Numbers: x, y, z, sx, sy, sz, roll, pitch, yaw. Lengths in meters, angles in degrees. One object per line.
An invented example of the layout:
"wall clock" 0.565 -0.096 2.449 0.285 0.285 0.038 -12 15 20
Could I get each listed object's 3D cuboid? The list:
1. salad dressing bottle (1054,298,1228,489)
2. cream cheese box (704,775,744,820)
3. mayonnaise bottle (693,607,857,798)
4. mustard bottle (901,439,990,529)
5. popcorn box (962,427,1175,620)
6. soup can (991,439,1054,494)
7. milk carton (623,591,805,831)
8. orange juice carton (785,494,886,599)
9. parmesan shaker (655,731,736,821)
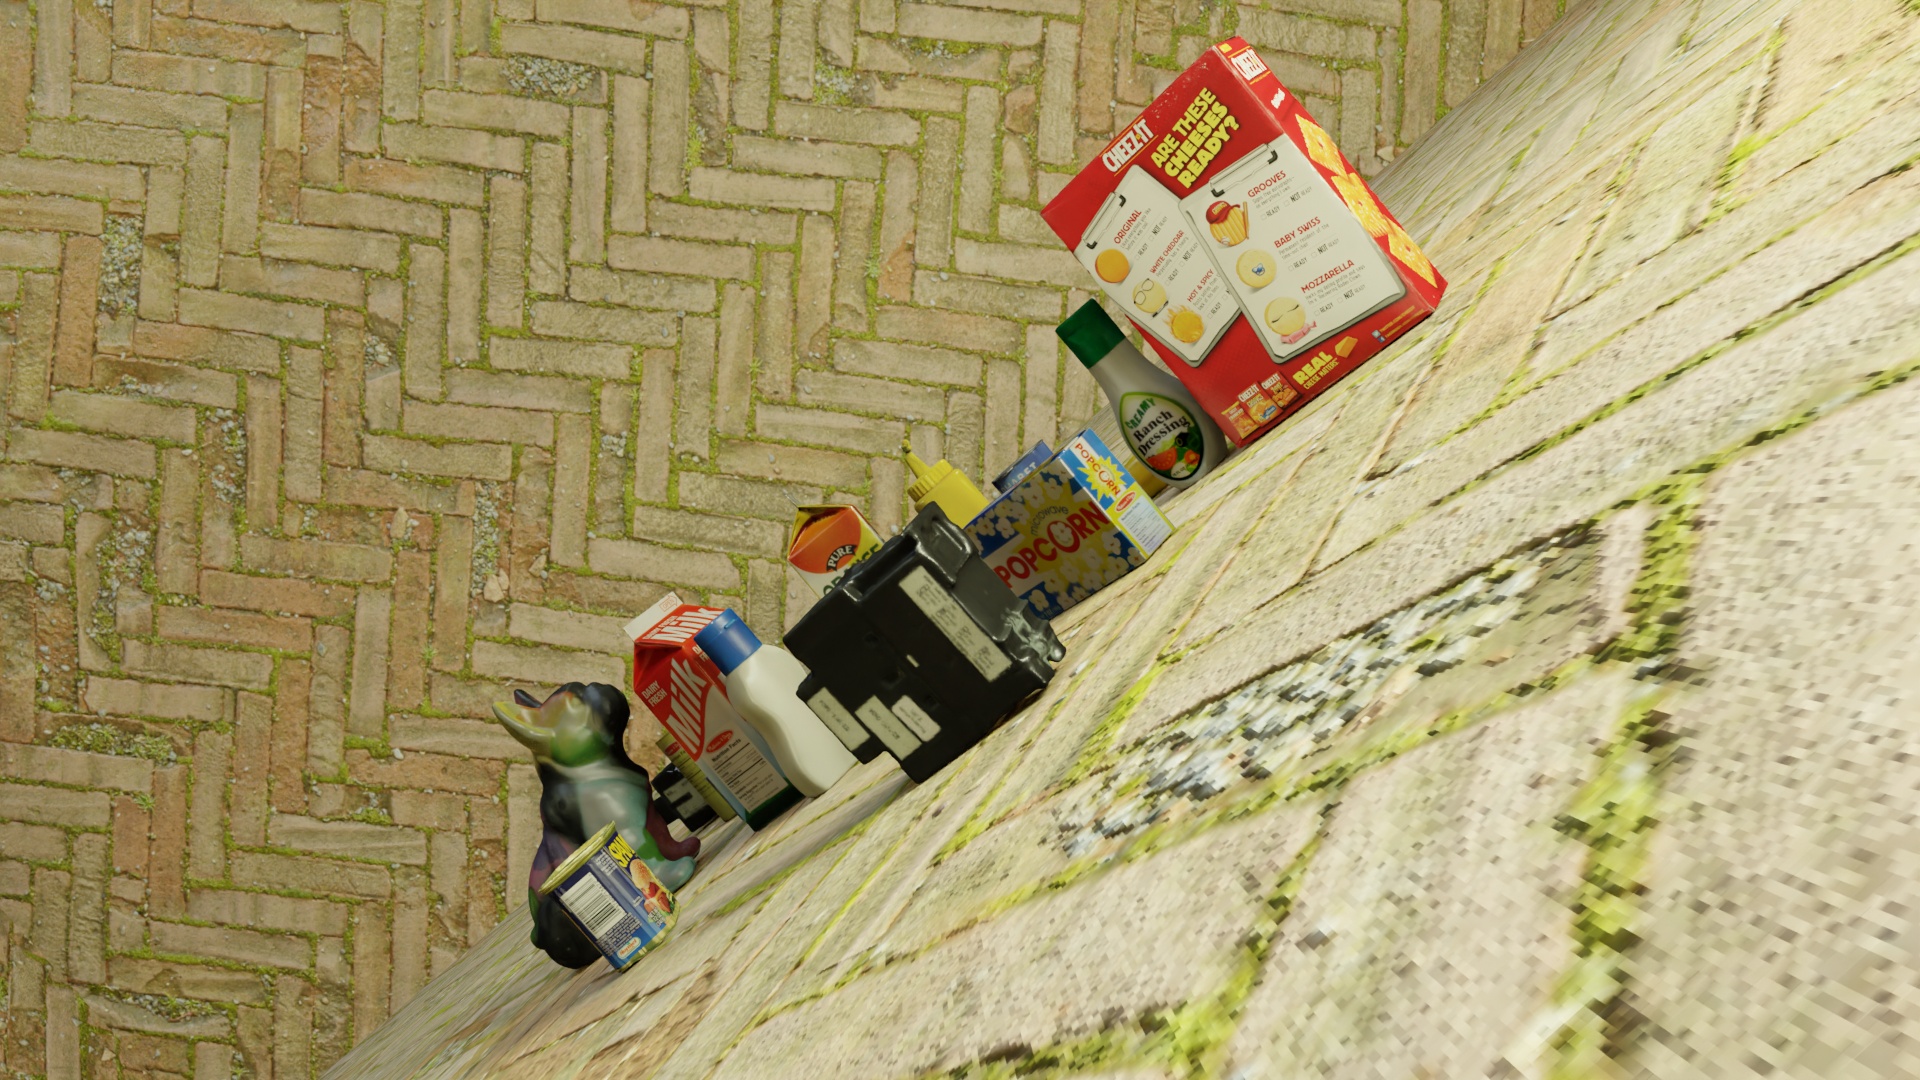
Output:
"salad dressing bottle" 0.128 -0.105 0.991 0.064 0.147 0.044 -39 3 35
"cream cheese box" -0.180 0.206 1.199 0.024 0.053 0.103 -42 3 -36
"mayonnaise bottle" -0.136 0.116 1.025 0.065 0.148 0.041 -43 3 -42
"mustard bottle" 0.004 -0.014 1.079 0.049 0.160 0.065 -41 2 -3
"popcorn box" 0.066 -0.006 0.895 0.038 0.085 0.126 -42 3 -38
"soup can" 0.081 -0.046 1.361 0.071 0.084 0.071 -40 2 2
"milk carton" -0.186 0.127 1.103 0.073 0.190 0.073 -39 3 31
"orange juice carton" -0.084 0.034 1.183 0.073 0.192 0.072 -41 2 -1
"parmesan shaker" -0.239 0.214 1.350 0.071 0.103 0.071 -40 2 2
